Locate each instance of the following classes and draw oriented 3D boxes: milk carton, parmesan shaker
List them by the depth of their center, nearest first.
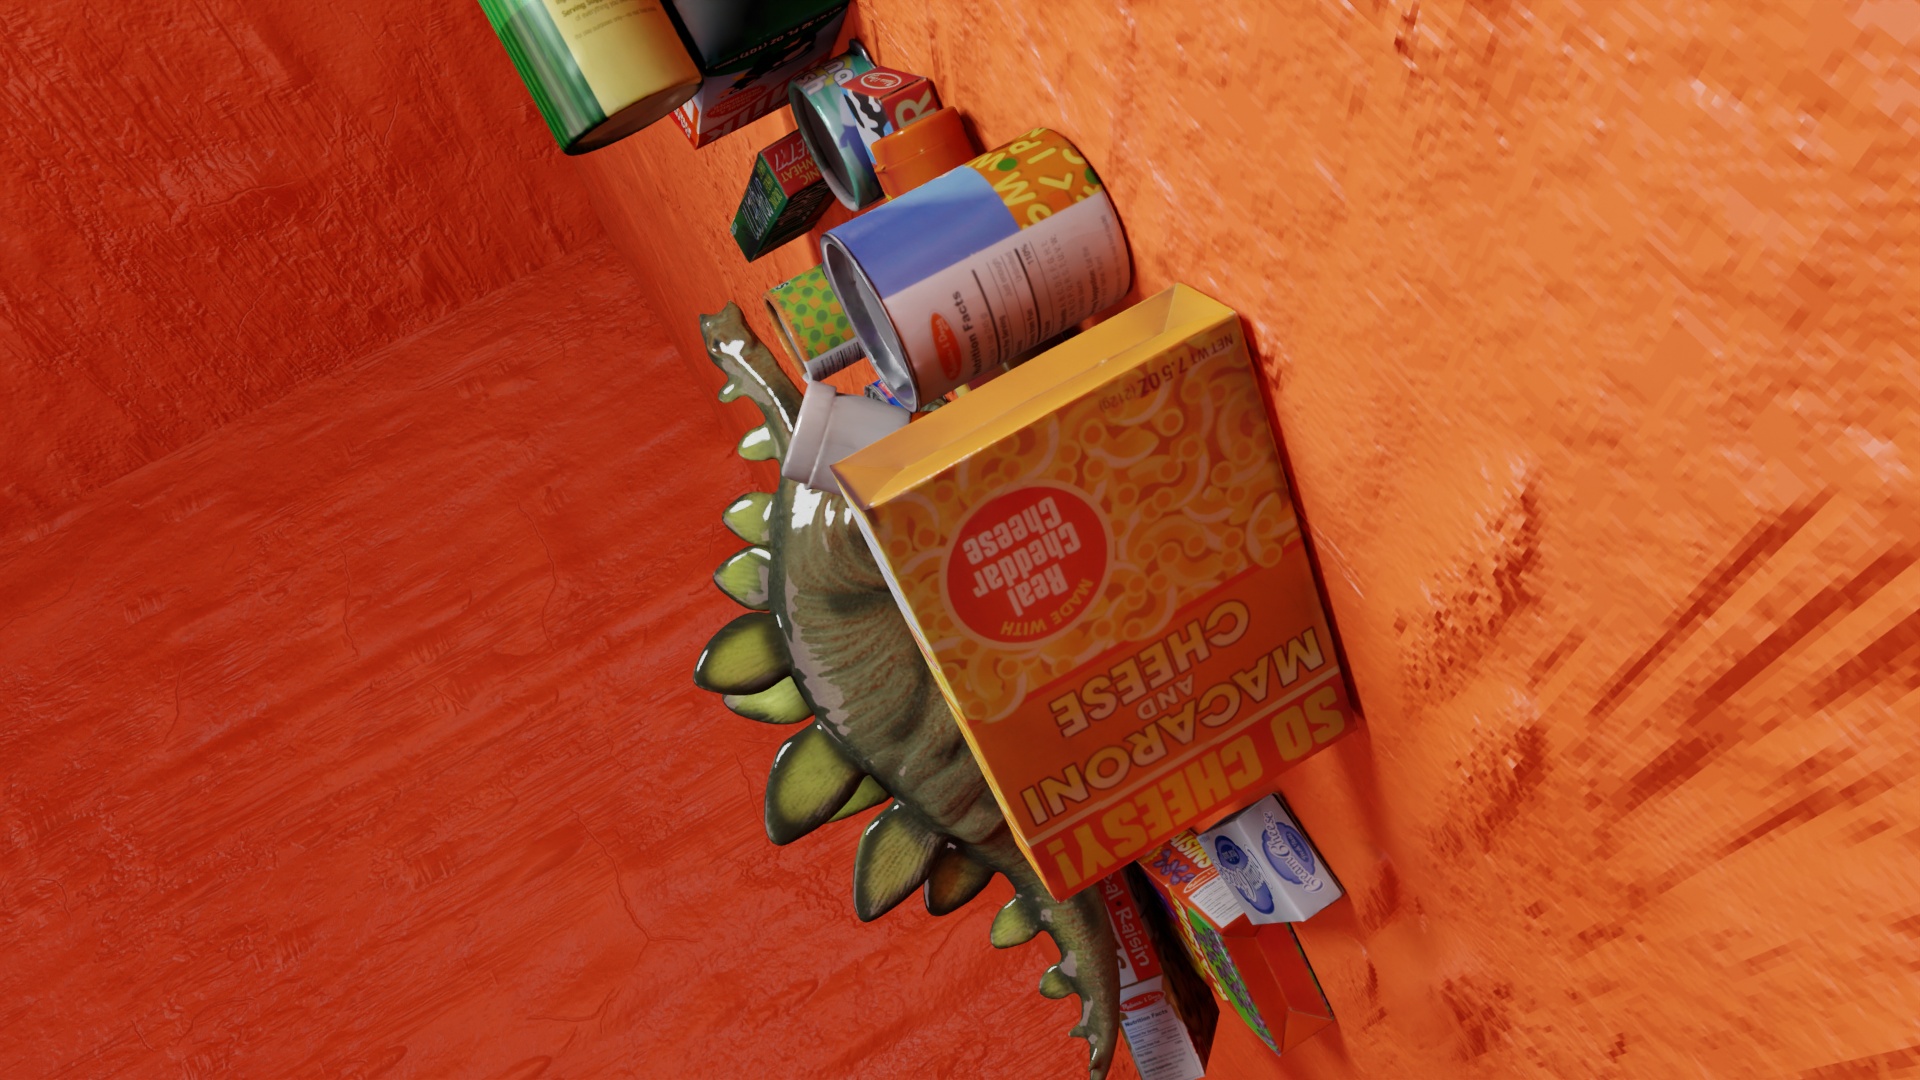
[{"bbox_3d":[-0.159,-0.215,0.558,0.103,0.071,0.071,62,170,-11],"label":"parmesan shaker"},{"bbox_3d":[-0.111,-0.244,0.659,0.073,0.072,0.190,61,171,-8],"label":"milk carton"}]

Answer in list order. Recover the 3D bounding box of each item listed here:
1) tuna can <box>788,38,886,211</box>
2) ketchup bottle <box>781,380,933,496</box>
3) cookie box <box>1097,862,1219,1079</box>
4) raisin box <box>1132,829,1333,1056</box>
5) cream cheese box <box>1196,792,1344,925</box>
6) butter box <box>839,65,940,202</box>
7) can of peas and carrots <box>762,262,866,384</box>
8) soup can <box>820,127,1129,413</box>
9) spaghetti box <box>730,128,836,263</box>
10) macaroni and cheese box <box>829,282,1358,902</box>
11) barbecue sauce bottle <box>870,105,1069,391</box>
[{"bbox_3d":[-0.049,-0.186,0.626,0.071,0.033,0.071,57,171,15],"label":"tuna can"},{"bbox_3d":[0.012,-0.018,0.499,0.065,0.149,0.043,-119,46,-78],"label":"ketchup bottle"},{"bbox_3d":[0.106,0.236,0.861,0.167,0.040,0.123,68,-167,8],"label":"cookie box"},{"bbox_3d":[0.148,0.218,0.781,0.086,0.040,0.123,62,169,-15],"label":"raisin box"},{"bbox_3d":[0.143,0.152,0.652,0.053,0.024,0.103,57,170,14],"label":"cream cheese box"},{"bbox_3d":[-0.014,-0.146,0.587,0.053,0.024,0.103,46,162,59],"label":"butter box"},{"bbox_3d":[-0.086,-0.142,0.877,0.071,0.059,0.070,57,170,17],"label":"can of peas and carrots"},{"bbox_3d":[0.004,-0.093,0.469,0.071,0.084,0.071,58,170,17],"label":"soup can"},{"bbox_3d":[-0.099,-0.199,0.800,0.028,0.050,0.250,60,171,-10],"label":"spaghetti box"},{"bbox_3d":[0.050,0.020,0.445,0.165,0.124,0.040,66,172,-30],"label":"macaroni and cheese box"},{"bbox_3d":[0.012,-0.094,0.548,0.148,0.044,0.065,64,169,-17],"label":"barbecue sauce bottle"}]
